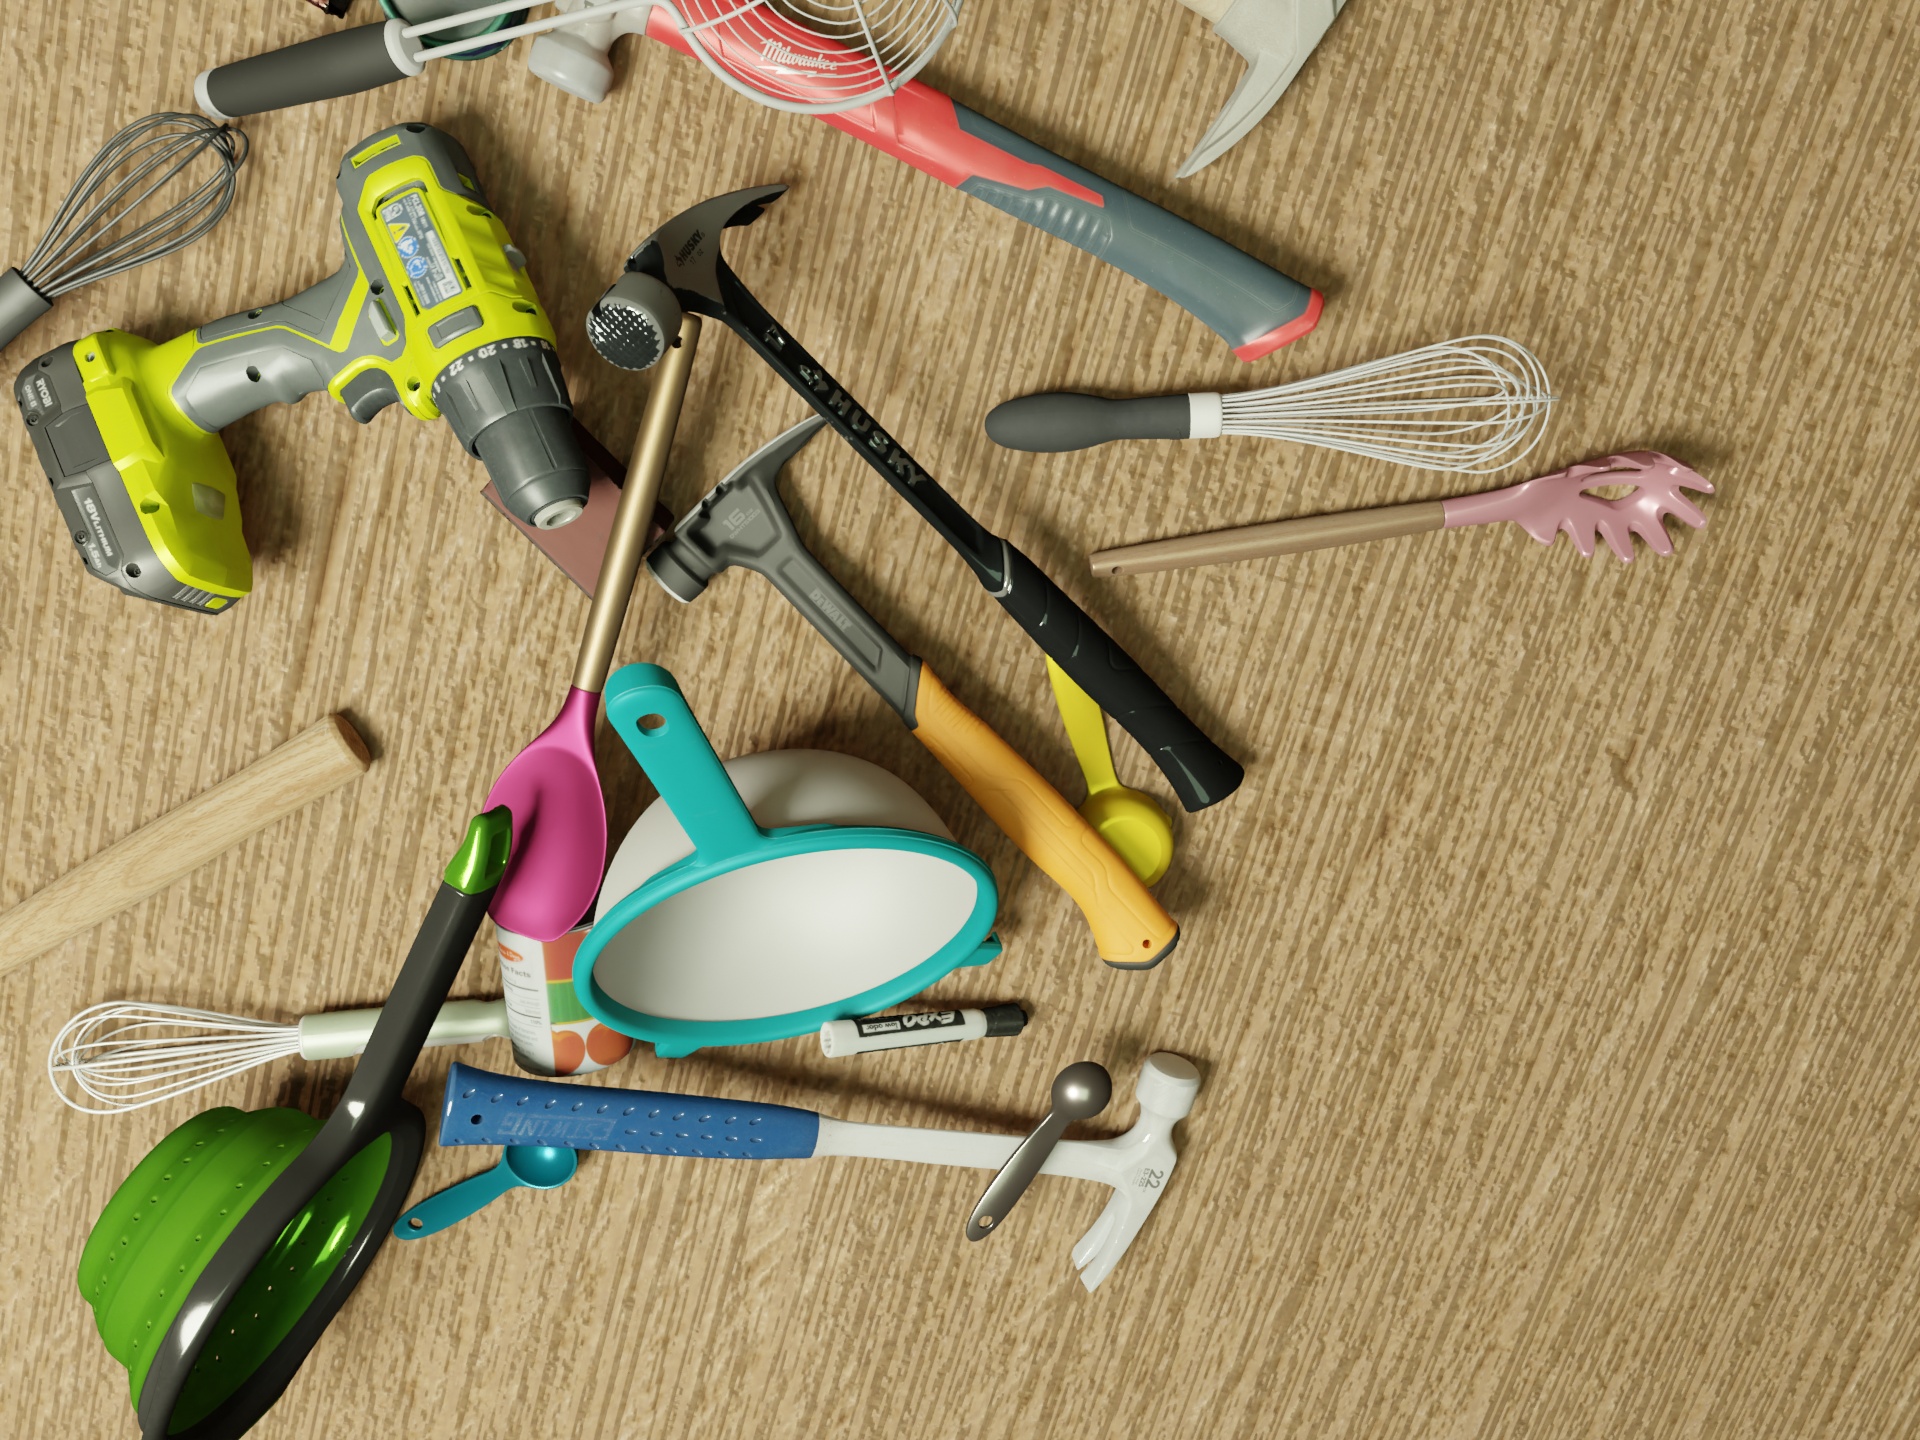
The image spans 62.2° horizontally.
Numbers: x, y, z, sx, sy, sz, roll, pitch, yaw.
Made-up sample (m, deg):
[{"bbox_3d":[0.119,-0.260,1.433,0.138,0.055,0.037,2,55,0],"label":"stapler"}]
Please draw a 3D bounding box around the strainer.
[{"bbox_3d":[-0.103,0.045,0.748,0.211,0.095,0.340,-17,147,0],"label":"strainer"}]

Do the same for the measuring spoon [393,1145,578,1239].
[{"bbox_3d":[-0.270,0.262,0.906,0.128,0.021,0.042,-30,107,14],"label":"measuring spoon"}]

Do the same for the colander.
[{"bbox_3d":[-0.337,0.196,0.794,0.094,0.204,0.397,29,103,5],"label":"colander"}]

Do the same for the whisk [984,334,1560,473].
[{"bbox_3d":[0.154,-0.154,0.794,0.284,0.070,0.070,-3,106,2],"label":"whisk"}]

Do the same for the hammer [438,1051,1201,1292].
[{"bbox_3d":[-0.070,0.231,0.860,0.405,0.035,0.144,10,106,-19],"label":"hammer"}]

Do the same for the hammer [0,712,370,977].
[{"bbox_3d":[-0.458,0.090,0.829,0.331,0.031,0.130,-30,100,3],"label":"hammer"}]

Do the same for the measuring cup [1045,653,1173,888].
[{"bbox_3d":[0.074,0.023,0.851,0.062,0.029,0.156,-18,108,1],"label":"measuring cup"}]

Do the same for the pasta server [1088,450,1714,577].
[{"bbox_3d":[0.224,-0.099,0.824,0.316,0.040,0.060,-8,132,0],"label":"pasta server"}]

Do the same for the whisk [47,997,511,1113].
[{"bbox_3d":[-0.361,0.172,0.857,0.246,0.057,0.059,-4,76,-7],"label":"whisk"}]

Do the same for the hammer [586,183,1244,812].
[{"bbox_3d":[0.005,-0.092,0.780,0.036,0.149,0.408,-28,119,39],"label":"hammer"}]

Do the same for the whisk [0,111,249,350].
[{"bbox_3d":[-0.421,-0.194,0.723,0.239,0.055,0.055,-43,105,-5],"label":"whisk"}]

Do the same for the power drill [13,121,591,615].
[{"bbox_3d":[-0.292,-0.141,0.731,0.228,0.080,0.190,-26,83,4],"label":"power drill"}]

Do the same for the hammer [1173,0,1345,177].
[{"bbox_3d":[-0.007,-0.421,0.718,0.410,0.038,0.146,33,102,-12],"label":"hammer"}]

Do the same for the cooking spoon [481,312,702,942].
[{"bbox_3d":[-0.173,-0.040,0.766,0.069,0.017,0.319,20,103,8],"label":"cooking spoon"}]

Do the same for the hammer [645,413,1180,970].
[{"bbox_3d":[-0.001,-0.003,0.819,0.127,0.034,0.336,-42,98,8],"label":"hammer"}]

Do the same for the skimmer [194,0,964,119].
[{"bbox_3d":[-0.174,-0.305,0.681,0.363,0.090,0.127,0,122,27],"label":"skimmer"}]

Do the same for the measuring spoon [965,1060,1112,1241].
[{"bbox_3d":[0.042,0.239,0.864,0.034,0.018,0.124,31,99,-23],"label":"measuring spoon"}]

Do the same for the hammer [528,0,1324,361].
[{"bbox_3d":[0.004,-0.286,0.749,0.386,0.038,0.143,24,101,-8],"label":"hammer"}]
